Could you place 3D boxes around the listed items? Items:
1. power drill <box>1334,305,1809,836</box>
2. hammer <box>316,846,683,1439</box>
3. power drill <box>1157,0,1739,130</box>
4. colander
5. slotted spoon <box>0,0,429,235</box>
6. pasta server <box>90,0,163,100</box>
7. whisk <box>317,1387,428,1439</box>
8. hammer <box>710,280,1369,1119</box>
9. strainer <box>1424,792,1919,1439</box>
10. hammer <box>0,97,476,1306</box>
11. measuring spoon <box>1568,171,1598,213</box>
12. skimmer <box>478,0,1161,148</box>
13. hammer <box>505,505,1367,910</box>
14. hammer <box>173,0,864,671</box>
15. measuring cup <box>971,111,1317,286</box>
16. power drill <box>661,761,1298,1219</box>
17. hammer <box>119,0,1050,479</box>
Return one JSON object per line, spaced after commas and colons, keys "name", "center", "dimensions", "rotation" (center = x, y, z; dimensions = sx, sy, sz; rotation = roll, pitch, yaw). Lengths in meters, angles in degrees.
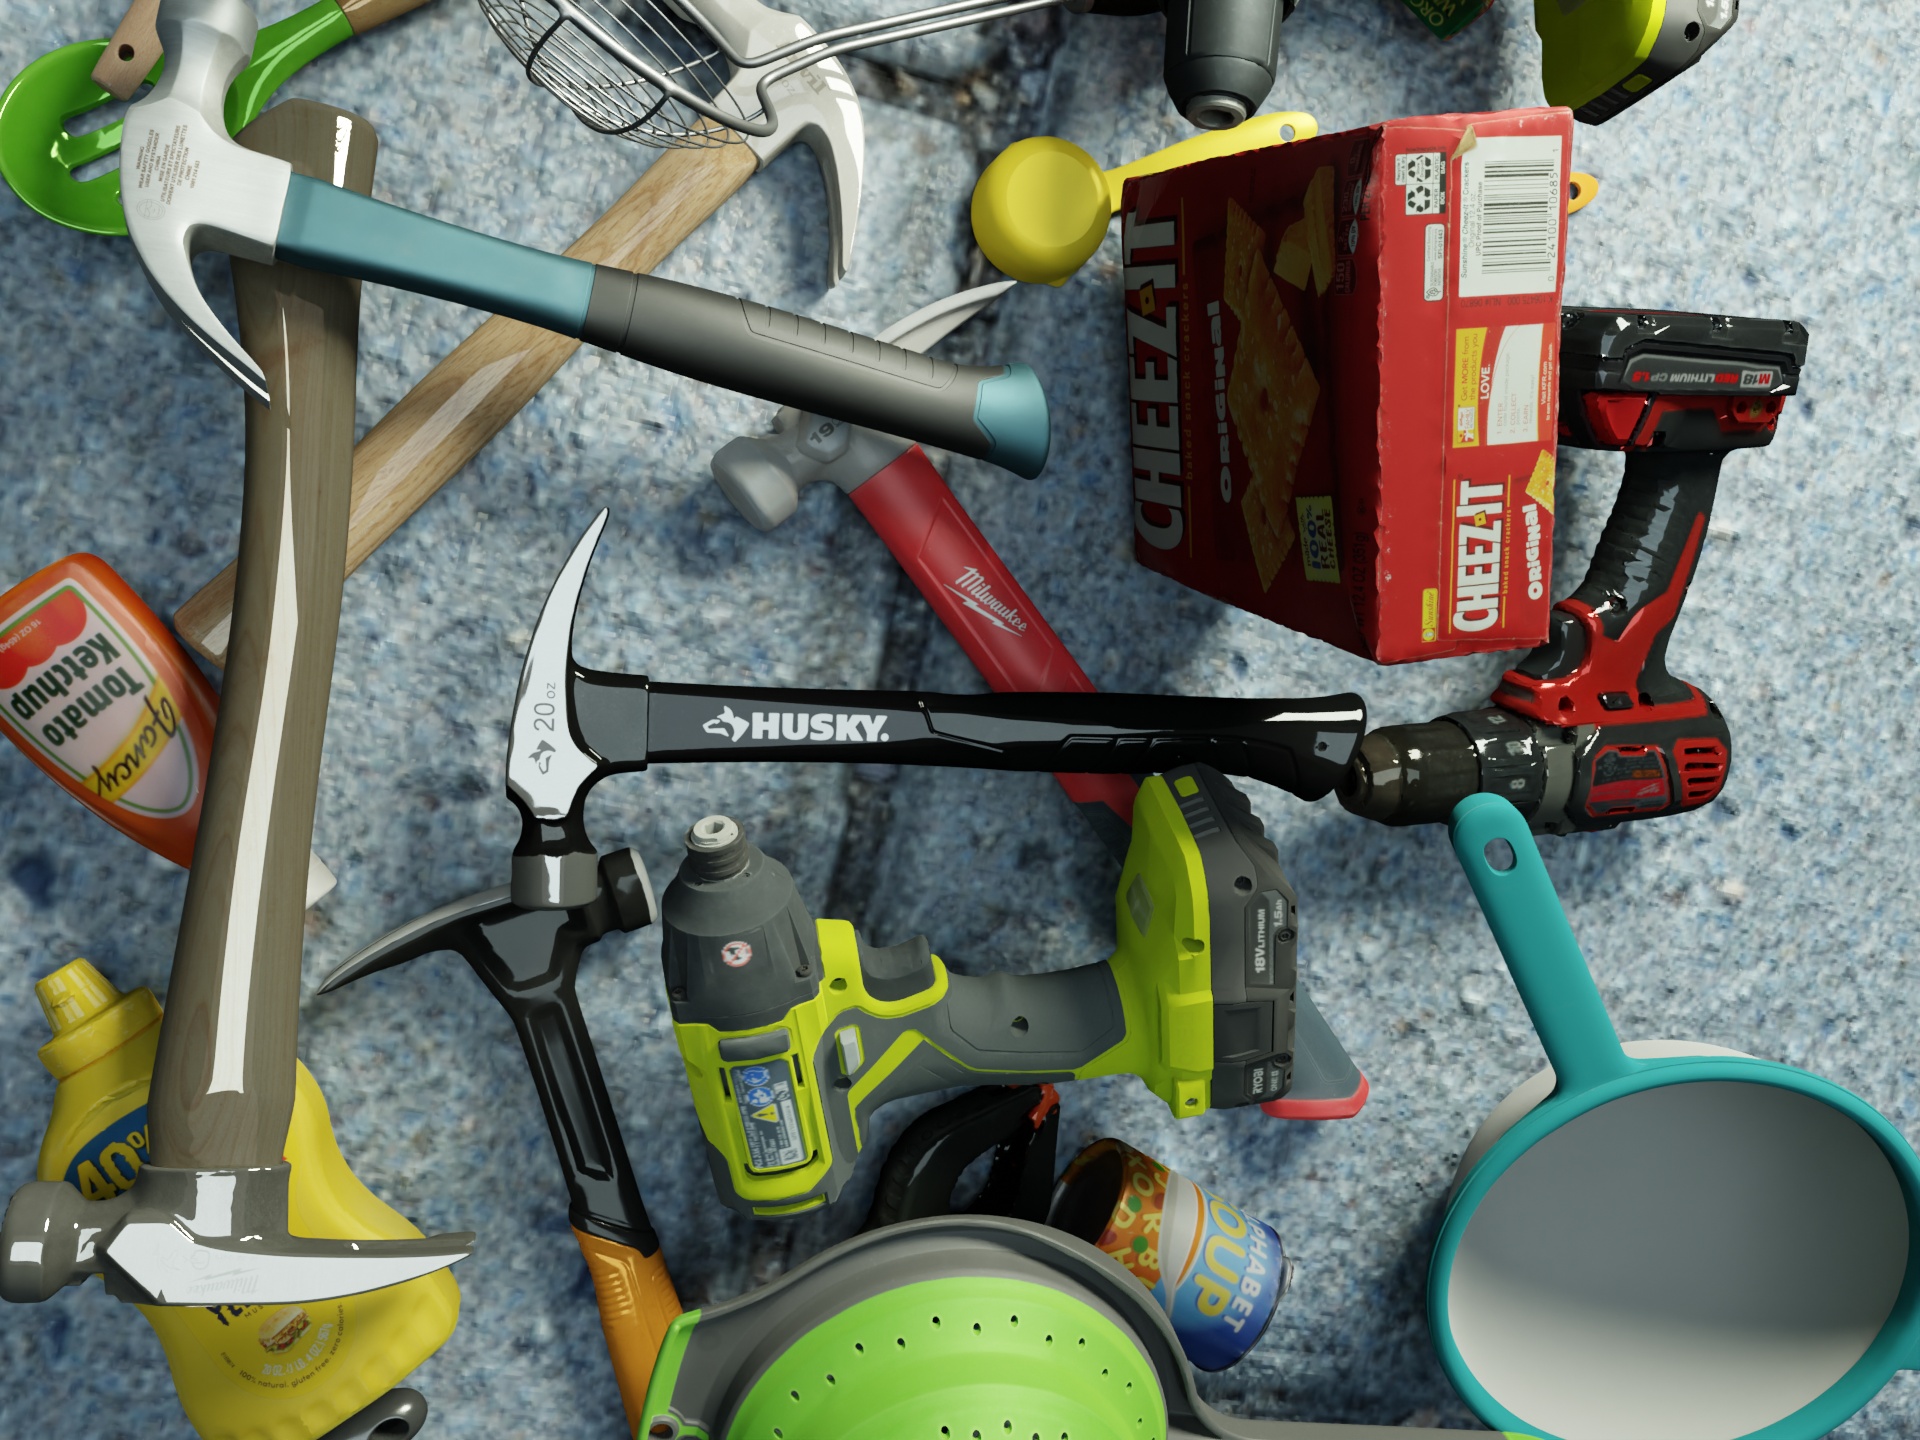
{"name": "power drill", "center": [0.252, -0.057, 0.673], "dimensions": [0.188, 0.080, 0.226], "rotation": [-4, 108, -20]}
{"name": "hammer", "center": [-0.138, 0.227, 0.631], "dimensions": [0.127, 0.034, 0.337], "rotation": [-18, 97, -13]}
{"name": "power drill", "center": [0.181, -0.309, 0.616], "dimensions": [0.228, 0.080, 0.190], "rotation": [6, 85, -14]}
{"name": "colander", "center": [0.077, 0.307, 0.602], "dimensions": [0.397, 0.095, 0.204], "rotation": [9, 105, -13]}
{"name": "slotted spoon", "center": [-0.207, -0.274, 0.595], "dimensions": [0.314, 0.031, 0.070], "rotation": [-35, 100, -12]}
{"name": "pasta server", "center": [-0.221, -0.355, 0.574], "dimensions": [0.060, 0.040, 0.316], "rotation": [30, 83, -14]}
{"name": "whisk", "center": [-0.312, 0.314, 0.587], "dimensions": [0.239, 0.055, 0.055], "rotation": [-24, 98, -16]}
{"name": "hammer", "center": [0.068, 0.007, 0.671], "dimensions": [0.143, 0.038, 0.386], "rotation": [-39, 101, -11]}
{"name": "strainer", "center": [0.272, 0.165, 0.683], "dimensions": [0.211, 0.095, 0.340], "rotation": [-25, 105, 9]}
{"name": "hammer", "center": [-0.228, -0.010, 0.553], "dimensions": [0.146, 0.038, 0.411], "rotation": [5, 84, -16]}
{"name": "measuring spoon", "center": [0.239, -0.229, 0.715], "dimensions": [0.117, 0.011, 0.021], "rotation": [-17, 97, -13]}
{"name": "skimmer", "center": [-0.002, -0.287, 0.589], "dimensions": [0.363, 0.090, 0.127], "rotation": [-22, 63, -22]}
{"name": "hammer", "center": [-0.001, -0.002, 0.613], "dimensions": [0.334, 0.035, 0.146], "rotation": [1, 95, -13]}
{"name": "hammer", "center": [-0.165, -0.143, 0.609], "dimensions": [0.130, 0.031, 0.331], "rotation": [44, 83, -12]}
{"name": "measuring cup", "center": [0.081, -0.228, 0.660], "dimensions": [0.156, 0.029, 0.062], "rotation": [-20, 97, -6]}
{"name": "power drill", "center": [0.005, 0.094, 0.591], "dimensions": [0.223, 0.080, 0.171], "rotation": [-10, 123, -6]}
{"name": "hammer", "center": [-0.119, -0.147, 0.568], "dimensions": [0.330, 0.033, 0.128], "rotation": [12, 80, -19]}
